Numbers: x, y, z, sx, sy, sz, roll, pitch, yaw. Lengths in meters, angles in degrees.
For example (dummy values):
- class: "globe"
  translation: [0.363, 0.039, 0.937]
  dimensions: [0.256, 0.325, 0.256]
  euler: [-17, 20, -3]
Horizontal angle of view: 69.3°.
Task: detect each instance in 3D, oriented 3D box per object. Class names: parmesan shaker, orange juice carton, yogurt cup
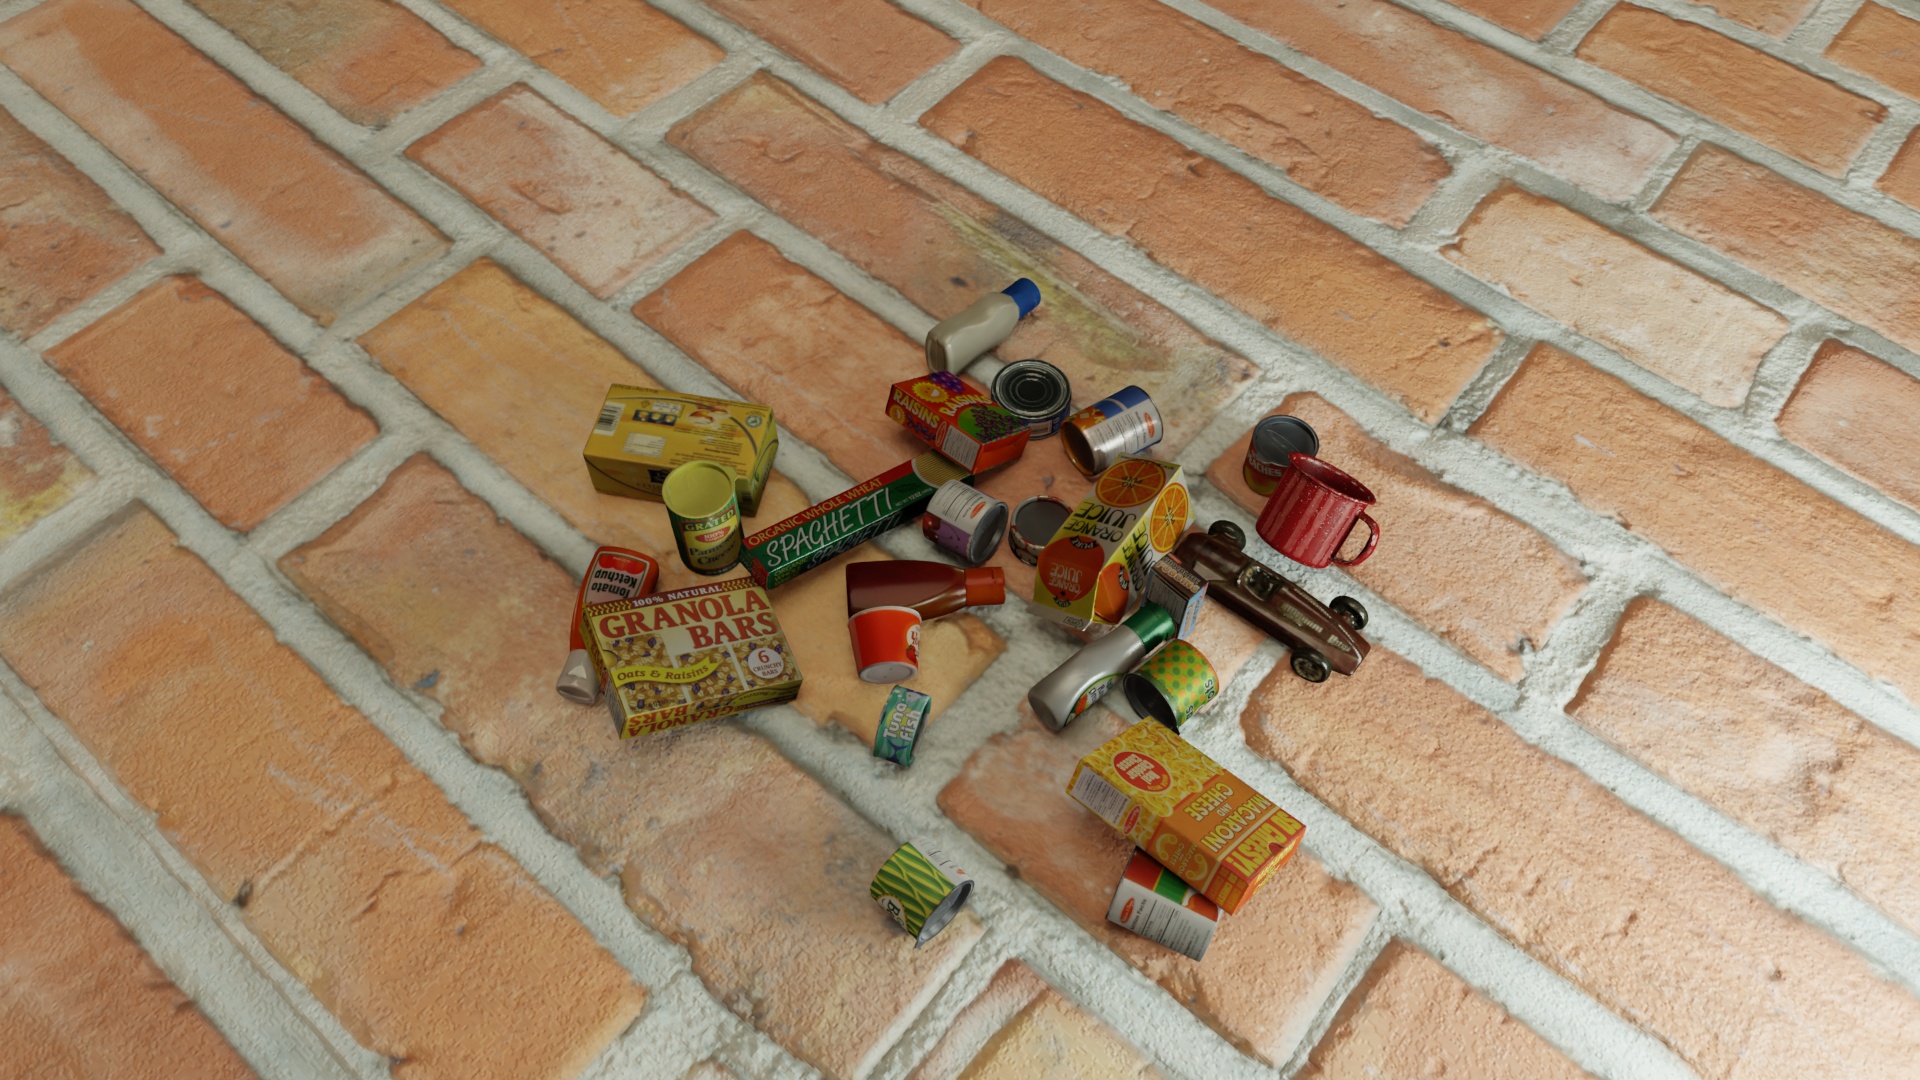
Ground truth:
- class: "parmesan shaker"
  translation: [-0.238, -0.021, 1.316]
  dimensions: [0.071, 0.102, 0.071]
  euler: [0, 56, 0]
- class: "orange juice carton"
  translation: [0.139, 0.009, 1.309]
  dimensions: [0.072, 0.072, 0.193]
  euler: [16, 53, 37]
- class: "yogurt cup"
  translation: [-0.068, 0.096, 1.264]
  dimensions: [0.072, 0.072, 0.054]
  euler: [-4, 64, -4]

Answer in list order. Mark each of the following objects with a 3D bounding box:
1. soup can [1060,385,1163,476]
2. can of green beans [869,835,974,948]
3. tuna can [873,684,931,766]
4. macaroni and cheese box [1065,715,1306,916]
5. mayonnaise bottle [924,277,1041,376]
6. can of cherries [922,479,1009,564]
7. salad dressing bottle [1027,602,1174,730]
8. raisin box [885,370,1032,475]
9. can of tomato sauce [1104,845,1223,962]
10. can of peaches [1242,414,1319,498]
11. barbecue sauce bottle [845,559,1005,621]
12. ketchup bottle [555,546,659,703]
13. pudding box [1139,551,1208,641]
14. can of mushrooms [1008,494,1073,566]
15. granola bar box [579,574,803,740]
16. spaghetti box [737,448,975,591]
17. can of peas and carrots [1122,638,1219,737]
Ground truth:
- class: "soup can"
  translation: [0.152, -0.111, 1.410]
  dimensions: [0.084, 0.071, 0.071]
  euler: [-27, 60, -18]
- class: "can of green beans"
  translation: [-0.032, 0.284, 1.133]
  dimensions: [0.058, 0.071, 0.071]
  euler: [38, 63, 23]
- class: "tuna can"
  translation: [-0.050, 0.162, 1.214]
  dimensions: [0.033, 0.070, 0.071]
  euler: [16, 57, 9]
- class: "macaroni and cheese box"
  translation: [0.189, 0.223, 1.154]
  dimensions: [0.167, 0.040, 0.124]
  euler: [34, 29, 25]
- class: "mayonnaise bottle"
  translation: [0.025, -0.233, 1.494]
  dimensions: [0.041, 0.064, 0.149]
  euler: [36, 58, 25]
- class: "can of cherries"
  translation: [0.005, -0.017, 1.340]
  dimensions: [0.058, 0.071, 0.072]
  euler: [27, 59, 23]
- class: "salad dressing bottle"
  translation: [0.129, 0.111, 1.254]
  dimensions: [0.148, 0.064, 0.044]
  euler: [-36, 67, -19]
- class: "raisin box"
  translation: [-0.003, -0.122, 1.404]
  dimensions: [0.123, 0.039, 0.086]
  euler: [36, 36, 25]
- class: "can of tomato sauce"
  translation: [0.169, 0.294, 1.132]
  dimensions: [0.083, 0.070, 0.071]
  euler: [23, 58, 13]
- class: "can of peaches"
  translation: [0.319, -0.082, 1.397]
  dimensions: [0.071, 0.057, 0.071]
  euler: [1, 56, -1]
- class: "barbecue sauce bottle"
  translation: [-0.033, 0.047, 1.310]
  dimensions: [0.149, 0.043, 0.065]
  euler: [-4, 52, -5]
- class: "ketchup bottle"
  translation: [-0.330, 0.078, 1.282]
  dimensions: [0.065, 0.043, 0.149]
  euler: [13, 57, 1]
- class: "pudding box"
  translation: [0.195, 0.055, 1.285]
  dimensions: [0.030, 0.083, 0.050]
  euler: [-37, 63, -26]
- class: "can of mushrooms"
  translation: [0.083, -0.009, 1.356]
  dimensions: [0.071, 0.033, 0.071]
  euler: [1, 55, -1]
- class: "granola bar box"
  translation: [-0.240, 0.101, 1.242]
  dimensions: [0.166, 0.038, 0.124]
  euler: [-10, 54, -30]
- class: "spaghetti box"
  translation: [-0.096, -0.026, 1.346]
  dimensions: [0.251, 0.028, 0.050]
  euler: [-27, 59, -28]
- class: "can of peas and carrots"
  translation: [0.190, 0.132, 1.243]
  dimensions: [0.059, 0.070, 0.071]
  euler: [-36, 63, -23]
